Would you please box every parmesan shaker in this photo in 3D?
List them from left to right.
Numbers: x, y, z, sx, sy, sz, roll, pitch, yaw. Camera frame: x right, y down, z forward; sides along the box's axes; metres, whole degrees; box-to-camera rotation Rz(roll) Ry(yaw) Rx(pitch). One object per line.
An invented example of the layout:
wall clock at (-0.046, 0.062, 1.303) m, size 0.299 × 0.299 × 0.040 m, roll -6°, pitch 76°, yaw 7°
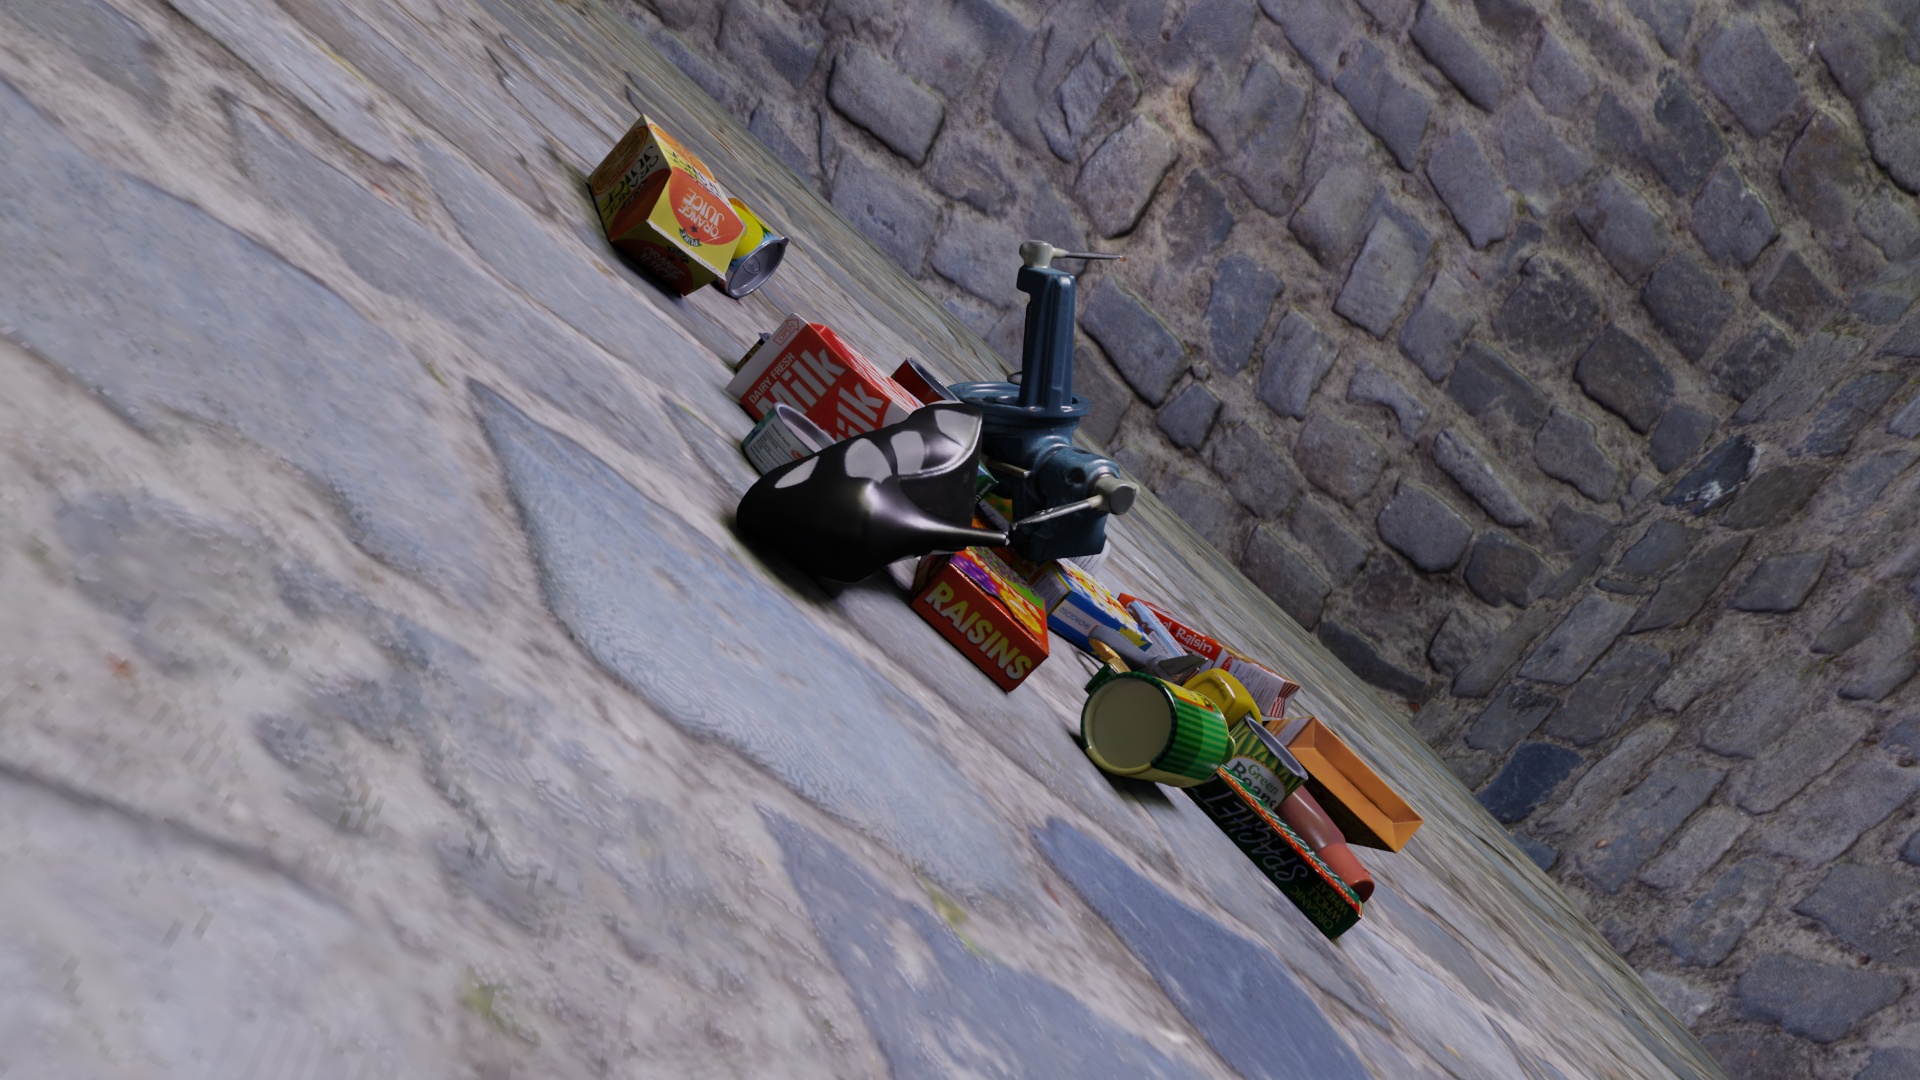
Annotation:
parmesan shaker at (0.129, 0.123, 0.898) m, size 0.071 × 0.071 × 0.103 m, roll 49°, pitch 11°, yaw 29°

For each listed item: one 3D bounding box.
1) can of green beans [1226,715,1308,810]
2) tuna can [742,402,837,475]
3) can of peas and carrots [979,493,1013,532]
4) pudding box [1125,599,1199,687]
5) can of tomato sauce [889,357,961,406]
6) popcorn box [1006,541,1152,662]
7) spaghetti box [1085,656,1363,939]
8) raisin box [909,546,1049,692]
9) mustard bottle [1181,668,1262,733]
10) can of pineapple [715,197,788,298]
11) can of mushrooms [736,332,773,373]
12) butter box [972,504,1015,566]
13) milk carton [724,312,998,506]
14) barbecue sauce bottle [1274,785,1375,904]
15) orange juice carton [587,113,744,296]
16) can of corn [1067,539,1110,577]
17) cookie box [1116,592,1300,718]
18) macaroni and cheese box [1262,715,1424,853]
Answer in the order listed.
can of green beans at (0.223, 0.178, 1.067) m, size 0.071 × 0.057 × 0.071 m, roll 42°, pitch 10°, yaw -9°
tuna can at (-0.097, -0.050, 0.846) m, size 0.071 × 0.033 × 0.071 m, roll 42°, pitch 10°, yaw -9°
can of peas and carrots at (0.040, -0.052, 1.266) m, size 0.058 × 0.071 × 0.071 m, roll 41°, pitch 10°, yaw -14°
pudding box at (0.160, 0.096, 1.184) m, size 0.030 × 0.049 × 0.084 m, roll 36°, pitch 12°, yaw -43°
can of tomato sauce at (-0.045, -0.088, 1.055) m, size 0.071 × 0.083 × 0.071 m, roll 42°, pitch 10°, yaw -9°
popcorn box at (0.094, 0.051, 1.146) m, size 0.126 × 0.038 × 0.085 m, roll 34°, pitch 13°, yaw -43°
spaghetti box at (0.190, 0.183, 1.005) m, size 0.250 × 0.028 × 0.050 m, roll 45°, pitch 10°, yaw 12°
raisin box at (0.014, 0.039, 0.890) m, size 0.086 × 0.040 × 0.124 m, roll 43°, pitch 11°, yaw -7°
mustard bottle at (0.222, 0.152, 1.164) m, size 0.049 × 0.065 × 0.160 m, roll 52°, pitch 8°, yaw 30°
can of pineapple at (-0.193, -0.254, 1.201) m, size 0.058 × 0.071 × 0.071 m, roll 45°, pitch 10°, yaw 8°
can of mushrooms at (-0.128, -0.117, 0.997) m, size 0.071 × 0.033 × 0.071 m, roll 42°, pitch 11°, yaw -10°
butter box at (0.004, -0.014, 1.107) m, size 0.053 × 0.024 × 0.104 m, roll 36°, pitch 12°, yaw -31°
milk carton at (-0.069, -0.078, 0.955) m, size 0.190 × 0.072 × 0.074 m, roll 35°, pitch 13°, yaw -36°
barbecue sauce bottle at (0.268, 0.225, 1.094) m, size 0.064 × 0.043 × 0.149 m, roll 42°, pitch 9°, yaw -41°
orange juice carton at (-0.225, -0.253, 1.067) m, size 0.071 × 0.073 × 0.193 m, roll 36°, pitch 13°, yaw -36°
can of corn at (0.090, 0.008, 1.237) m, size 0.058 × 0.071 × 0.071 m, roll 42°, pitch 10°, yaw -12°
cookie box at (0.223, 0.107, 1.281) m, size 0.168 × 0.040 × 0.123 m, roll 29°, pitch 3°, yaw 21°
macaroni and cheese box at (0.315, 0.209, 1.203) m, size 0.124 × 0.040 × 0.166 m, roll 44°, pitch -8°, yaw 4°
